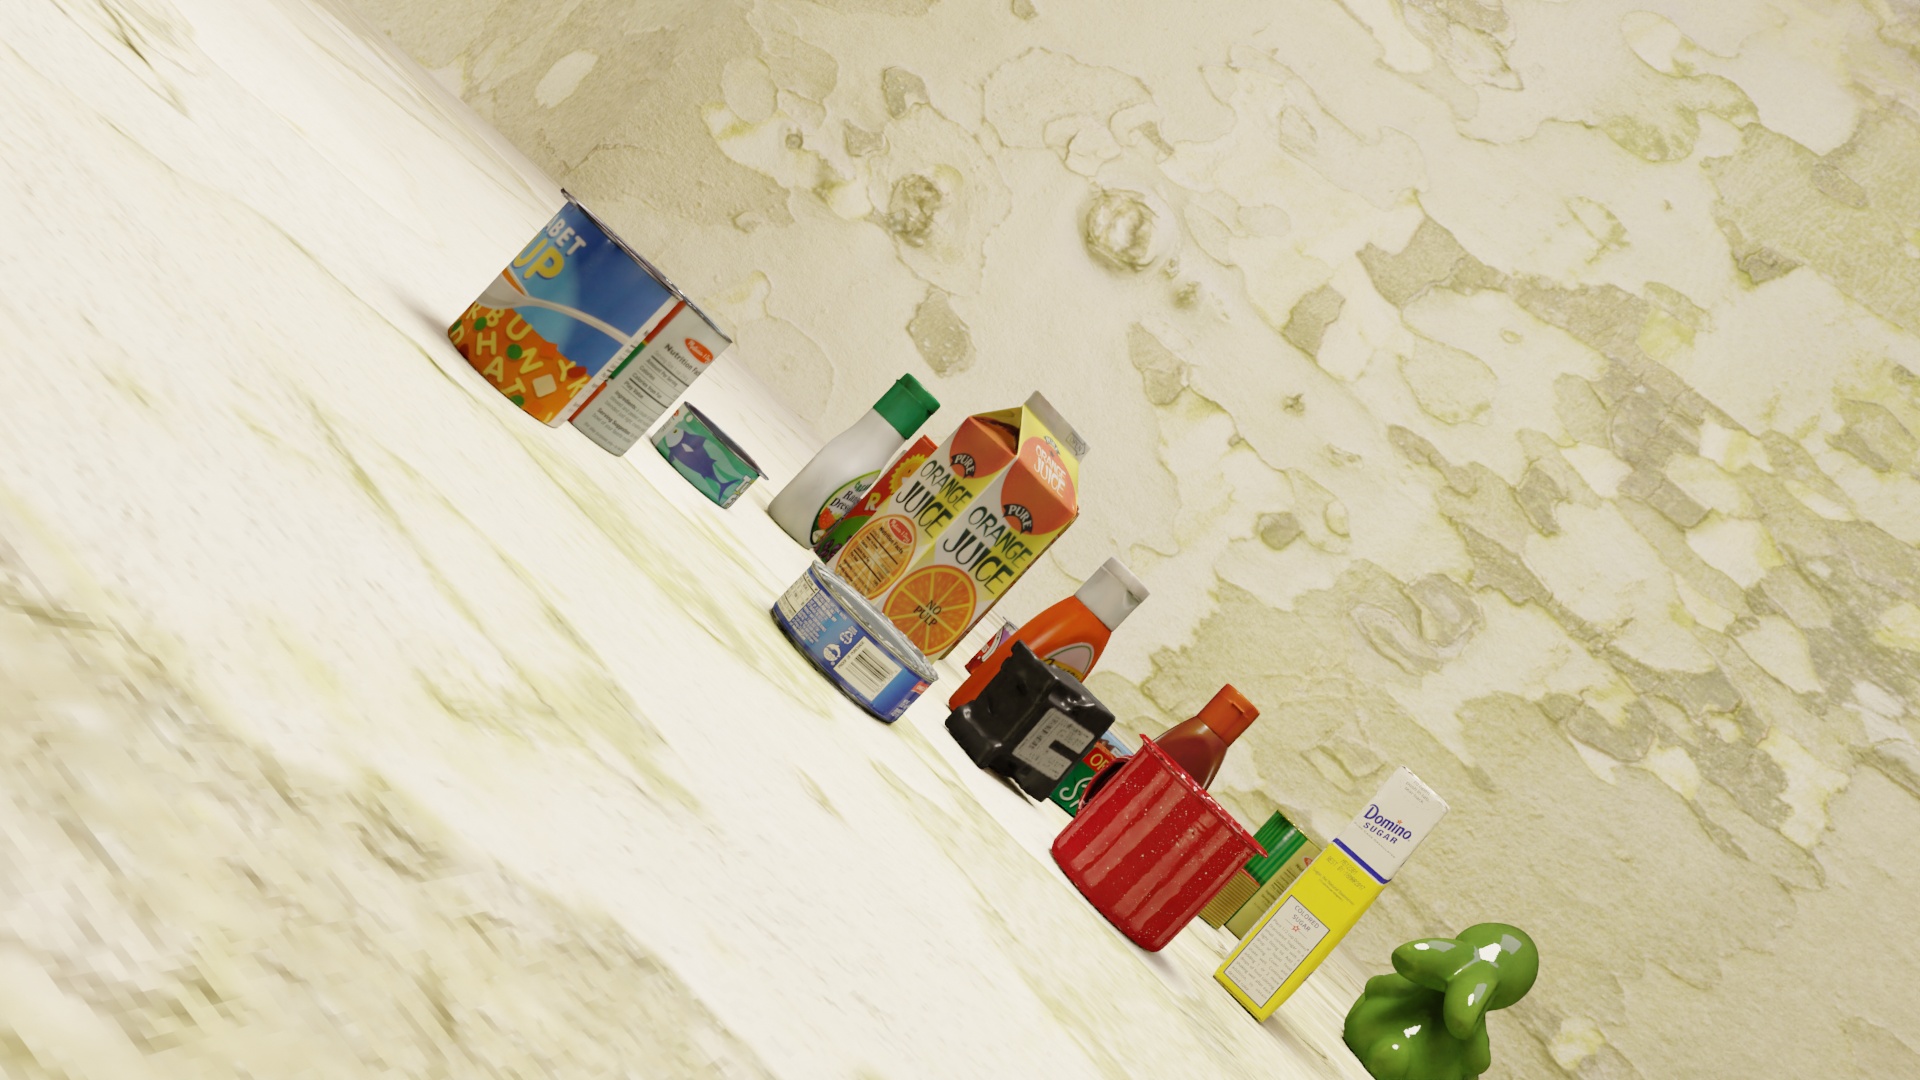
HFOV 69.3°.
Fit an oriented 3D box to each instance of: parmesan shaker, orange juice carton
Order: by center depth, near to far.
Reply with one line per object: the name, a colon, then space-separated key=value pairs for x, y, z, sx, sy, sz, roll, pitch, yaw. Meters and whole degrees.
orange juice carton: x=0.003 y=-0.012 z=0.921 sx=0.071 sy=0.192 sz=0.073 roll=43 pitch=1 yaw=-39
parmesan shaker: x=0.260 y=0.289 z=1.191 sx=0.071 sy=0.103 sz=0.071 roll=44 pitch=1 yaw=-1

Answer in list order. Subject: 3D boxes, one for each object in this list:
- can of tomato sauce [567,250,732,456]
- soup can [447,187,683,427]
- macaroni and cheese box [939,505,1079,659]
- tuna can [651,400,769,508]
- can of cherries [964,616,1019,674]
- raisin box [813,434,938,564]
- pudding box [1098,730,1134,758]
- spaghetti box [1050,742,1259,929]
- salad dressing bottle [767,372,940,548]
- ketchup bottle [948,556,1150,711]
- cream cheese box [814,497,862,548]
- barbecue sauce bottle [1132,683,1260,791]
can of tomato sauce: x=-0.170 y=-0.095 z=0.707 sx=0.071 sy=0.083 sz=0.071 roll=44 pitch=1 yaw=-1
soup can: x=-0.181 y=-0.105 z=0.629 sx=0.071 sy=0.084 sz=0.071 roll=44 pitch=1 yaw=-1
macaroni and cheese box: x=0.025 y=0.023 z=1.099 sx=0.040 sy=0.166 sz=0.123 roll=44 pitch=1 yaw=7
tuna can: x=-0.155 y=-0.051 z=0.862 sx=0.071 sy=0.033 sz=0.071 roll=44 pitch=1 yaw=-1
can of cherries: x=0.045 y=0.113 z=1.250 sx=0.071 sy=0.058 sz=0.071 roll=44 pitch=1 yaw=-1
raisin box: x=-0.041 y=-0.009 z=1.040 sx=0.040 sy=0.123 sz=0.086 roll=43 pitch=1 yaw=-42
pudding box: x=0.121 y=0.192 z=1.230 sx=0.083 sy=0.049 sz=0.030 roll=43 pitch=1 yaw=-20
spaghetti box: x=0.140 y=0.215 z=1.020 sx=0.249 sy=0.050 sz=0.029 roll=43 pitch=1 yaw=-37
salad dressing bottle: x=-0.078 y=-0.061 z=1.034 sx=0.044 sy=0.147 sz=0.064 roll=44 pitch=0 yaw=14
ketchup bottle: x=0.062 y=0.075 z=0.927 sx=0.064 sy=0.149 sz=0.043 roll=43 pitch=1 yaw=-37
cream cheese box: x=-0.078 y=0.003 z=1.111 sx=0.103 sy=0.053 sz=0.024 roll=43 pitch=1 yaw=-43
barbecue sauce bottle: x=0.177 y=0.180 z=1.117 sx=0.065 sy=0.148 sz=0.043 roll=44 pitch=0 yaw=8
